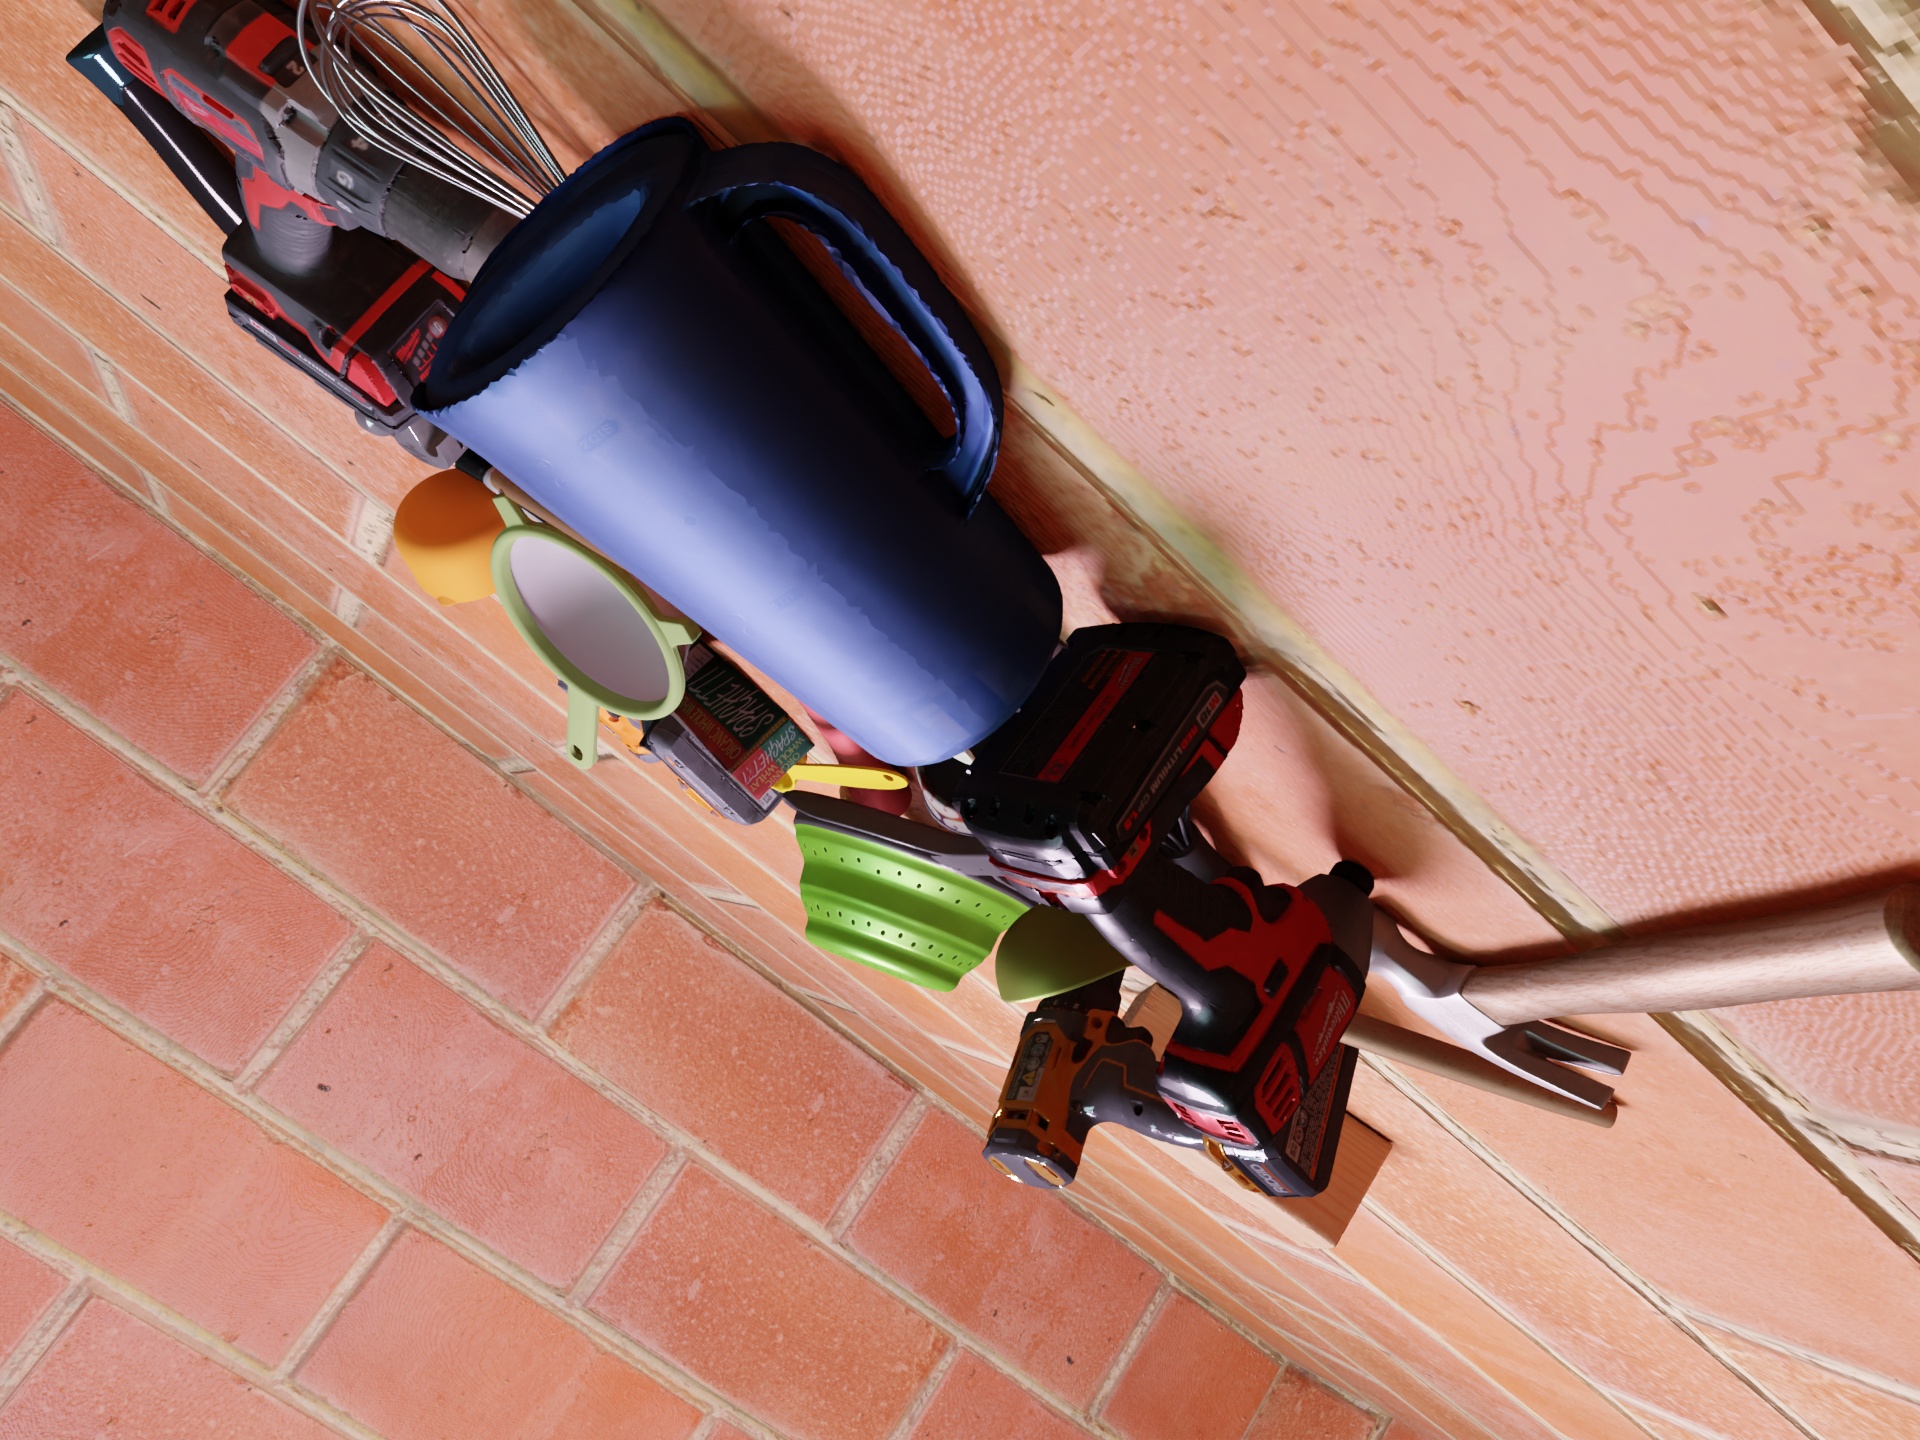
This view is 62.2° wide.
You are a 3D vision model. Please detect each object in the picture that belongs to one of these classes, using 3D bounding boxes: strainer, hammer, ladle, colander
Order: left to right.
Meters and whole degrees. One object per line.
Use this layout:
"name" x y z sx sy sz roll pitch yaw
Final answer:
"hammer" -0.387 -0.257 0.916 0.128 0.033 0.330 27 162 28
"strainer" -0.229 -0.051 1.045 0.151 0.069 0.256 35 147 7
"hammer" -0.088 -0.028 0.959 0.149 0.037 0.358 26 161 29
"colander" -0.015 0.120 1.012 0.204 0.094 0.397 23 169 -15
"ladle" 0.173 0.161 0.812 0.320 0.062 0.078 18 -174 4
"hammer" 0.264 0.103 0.624 0.130 0.031 0.331 36 164 0

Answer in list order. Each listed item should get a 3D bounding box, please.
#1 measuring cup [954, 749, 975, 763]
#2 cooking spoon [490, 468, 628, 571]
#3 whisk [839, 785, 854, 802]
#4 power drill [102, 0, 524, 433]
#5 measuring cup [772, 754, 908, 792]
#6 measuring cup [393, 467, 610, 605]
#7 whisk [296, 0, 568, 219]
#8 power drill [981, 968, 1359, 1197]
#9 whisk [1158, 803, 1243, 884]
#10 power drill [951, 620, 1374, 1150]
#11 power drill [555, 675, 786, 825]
"measuring cup" -0.015 -0.014 0.784 0.083 0.038 0.168 51 173 -24
"cooking spoon" -0.156 -0.077 0.854 0.319 0.017 0.068 30 163 32
"whisk" -0.079 0.098 1.301 0.047 0.051 0.244 12 157 4
"power drill" -0.270 -0.219 0.721 0.188 0.080 0.226 35 161 0
"measuring cup" -0.088 0.022 1.004 0.156 0.029 0.062 5 147 39
"measuring cup" -0.300 -0.123 1.068 0.174 0.095 0.052 9 149 17
"whisk" -0.144 -0.188 0.611 0.246 0.059 0.058 39 -153 -27
"power drill" 0.131 0.206 1.004 0.226 0.185 0.084 -9 136 41
"whisk" 0.109 0.056 0.791 0.055 0.055 0.238 23 165 37
"power drill" 0.105 0.068 0.675 0.079 0.143 0.219 8 142 50
"power drill" -0.235 -0.013 1.220 0.227 0.084 0.164 22 159 49
